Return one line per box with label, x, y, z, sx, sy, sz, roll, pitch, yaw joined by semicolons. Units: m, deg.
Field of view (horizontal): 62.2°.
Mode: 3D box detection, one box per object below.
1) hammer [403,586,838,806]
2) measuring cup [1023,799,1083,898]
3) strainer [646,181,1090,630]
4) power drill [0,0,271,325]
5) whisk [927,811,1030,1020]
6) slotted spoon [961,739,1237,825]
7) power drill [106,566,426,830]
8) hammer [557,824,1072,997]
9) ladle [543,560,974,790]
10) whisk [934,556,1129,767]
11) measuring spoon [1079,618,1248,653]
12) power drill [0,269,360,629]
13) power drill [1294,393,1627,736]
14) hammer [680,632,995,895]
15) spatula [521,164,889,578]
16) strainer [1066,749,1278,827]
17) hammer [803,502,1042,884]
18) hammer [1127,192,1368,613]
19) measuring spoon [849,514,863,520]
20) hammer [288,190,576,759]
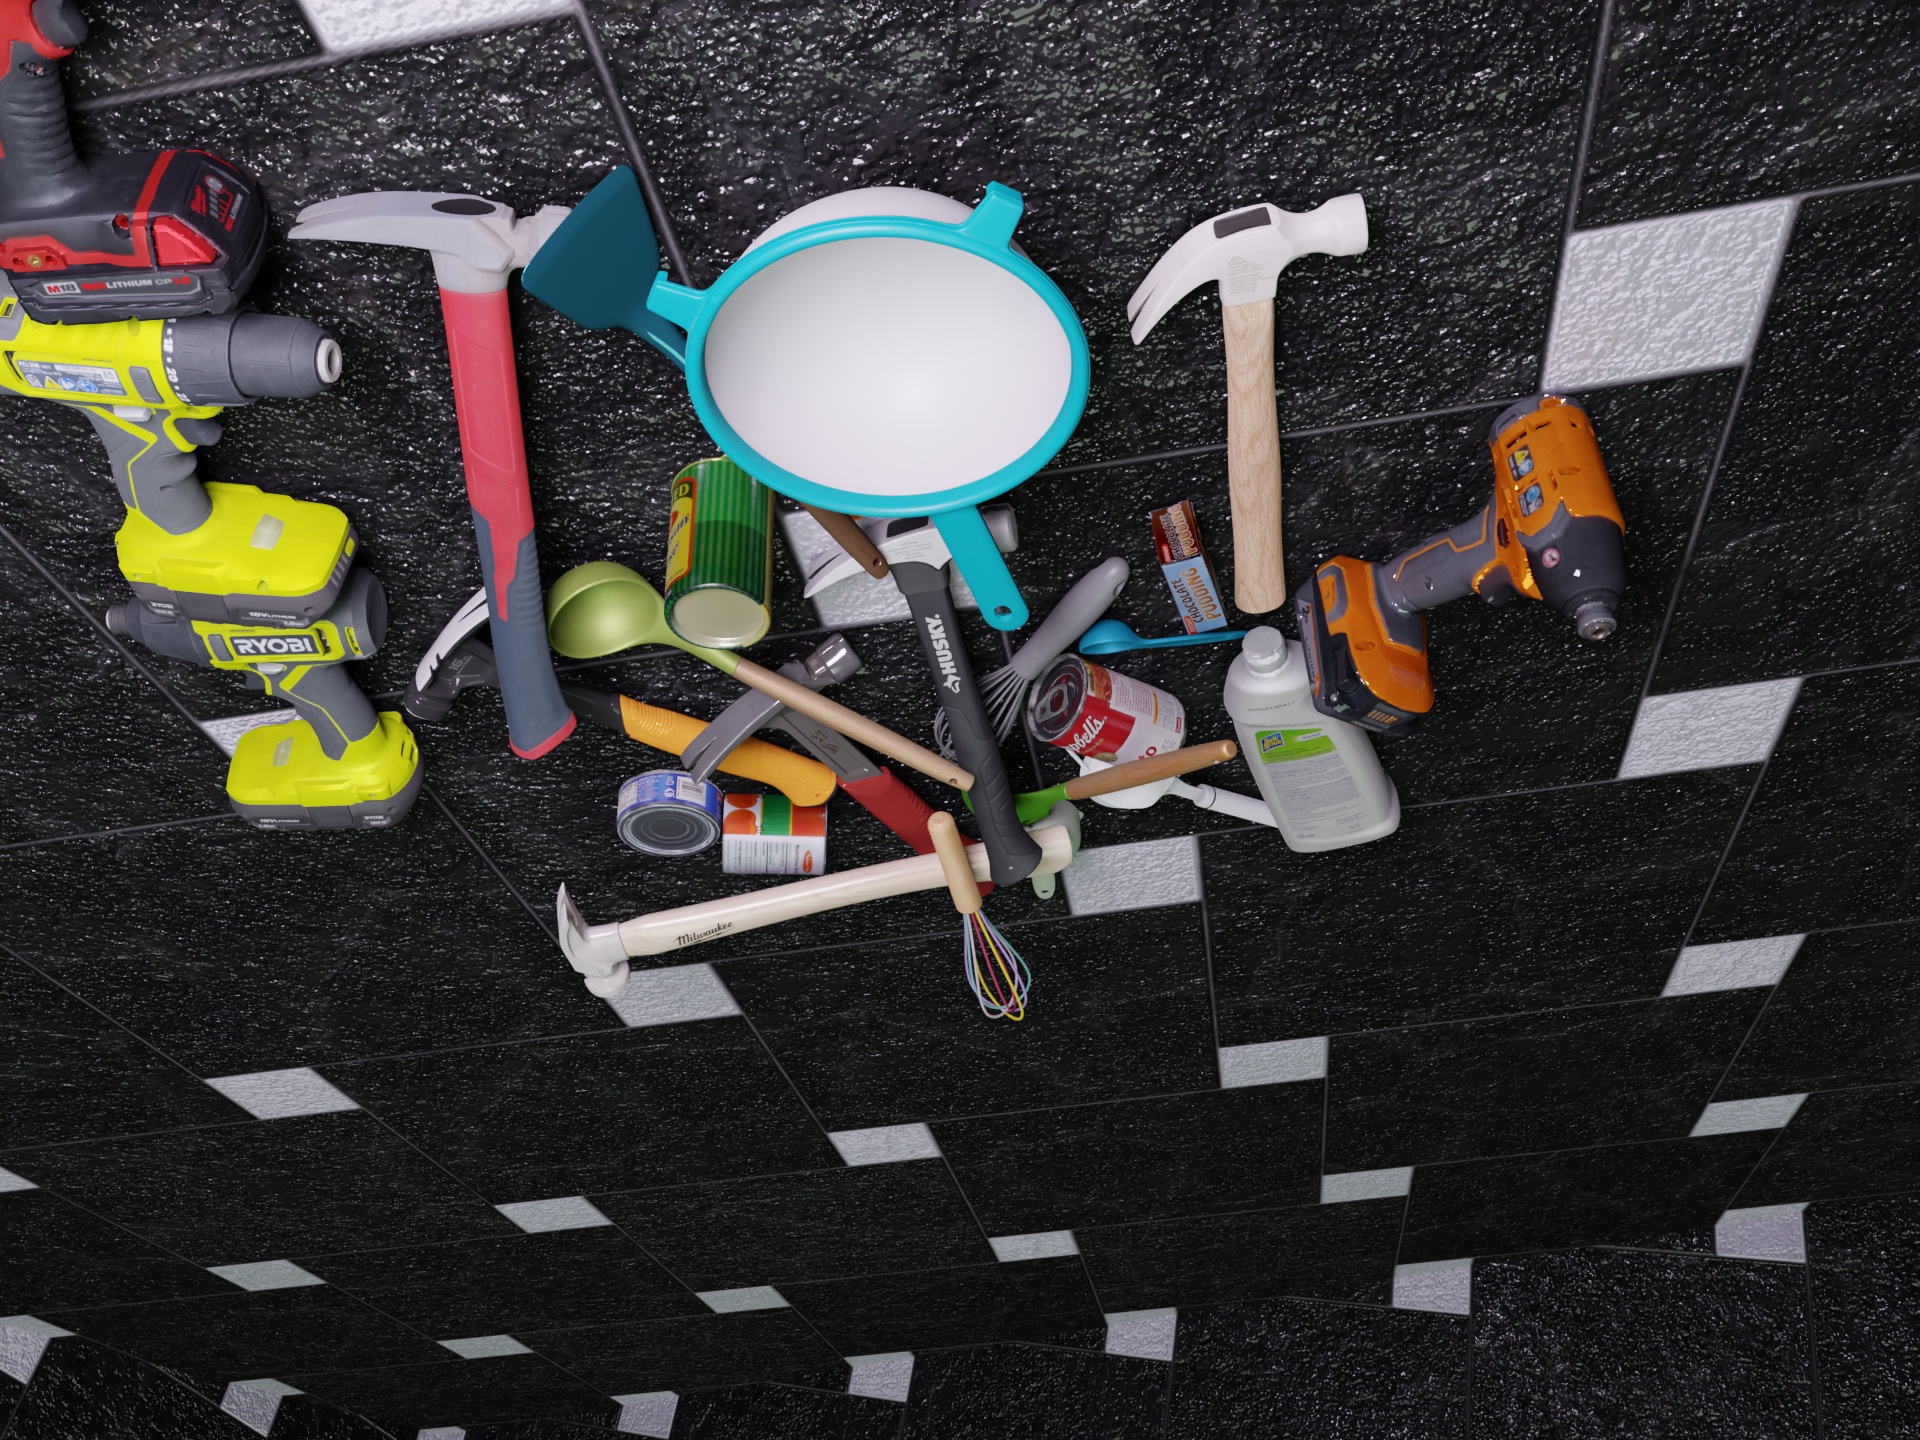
hammer;-0.227;-0.002;1.180;0.336;0.034;0.127;22;128;-35
measuring cup;0.070;0.126;1.392;0.083;0.038;0.167;-6;143;3
strainer;-0.018;-0.178;0.905;0.211;0.095;0.340;-10;147;15
power drill;-0.391;-0.297;0.721;0.188;0.080;0.226;-4;142;0
whisk;0.016;0.163;1.281;0.051;0.047;0.244;-19;131;-1
slotted spoon;0.098;0.048;1.198;0.070;0.031;0.314;19;160;-28
power drill;-0.474;-0.018;1.113;0.171;0.080;0.223;-2;141;-4
hammer;-0.112;0.135;1.274;0.410;0.038;0.146;-12;147;-5
ladle;-0.132;-0.018;1.090;0.320;0.062;0.078;27;127;-13
whisk;0.050;-0.039;1.153;0.055;0.055;0.239;18;135;-28
measuring spoon;0.147;-0.065;1.150;0.128;0.021;0.042;-5;171;-13
power drill;-0.426;-0.152;0.902;0.190;0.080;0.228;6;146;1
power drill;0.322;-0.080;1.015;0.084;0.164;0.226;17;142;-27
hammer;-0.067;0.066;1.267;0.149;0.037;0.358;-38;142;4
spatula;-0.126;-0.176;0.916;0.082;0.044;0.317;-51;132;-7
strainer;0.197;0.061;1.315;0.258;0.050;0.087;16;126;-30
hammer;-0.002;-0.004;1.136;0.146;0.035;0.334;-9;130;10
hammer;0.178;-0.175;0.979;0.130;0.031;0.331;-8;145;6
measuring spoon;-0.101;-0.161;0.996;0.021;0.011;0.116;-25;136;30
hammer;-0.288;-0.125;0.945;0.143;0.038;0.386;2;133;-6
